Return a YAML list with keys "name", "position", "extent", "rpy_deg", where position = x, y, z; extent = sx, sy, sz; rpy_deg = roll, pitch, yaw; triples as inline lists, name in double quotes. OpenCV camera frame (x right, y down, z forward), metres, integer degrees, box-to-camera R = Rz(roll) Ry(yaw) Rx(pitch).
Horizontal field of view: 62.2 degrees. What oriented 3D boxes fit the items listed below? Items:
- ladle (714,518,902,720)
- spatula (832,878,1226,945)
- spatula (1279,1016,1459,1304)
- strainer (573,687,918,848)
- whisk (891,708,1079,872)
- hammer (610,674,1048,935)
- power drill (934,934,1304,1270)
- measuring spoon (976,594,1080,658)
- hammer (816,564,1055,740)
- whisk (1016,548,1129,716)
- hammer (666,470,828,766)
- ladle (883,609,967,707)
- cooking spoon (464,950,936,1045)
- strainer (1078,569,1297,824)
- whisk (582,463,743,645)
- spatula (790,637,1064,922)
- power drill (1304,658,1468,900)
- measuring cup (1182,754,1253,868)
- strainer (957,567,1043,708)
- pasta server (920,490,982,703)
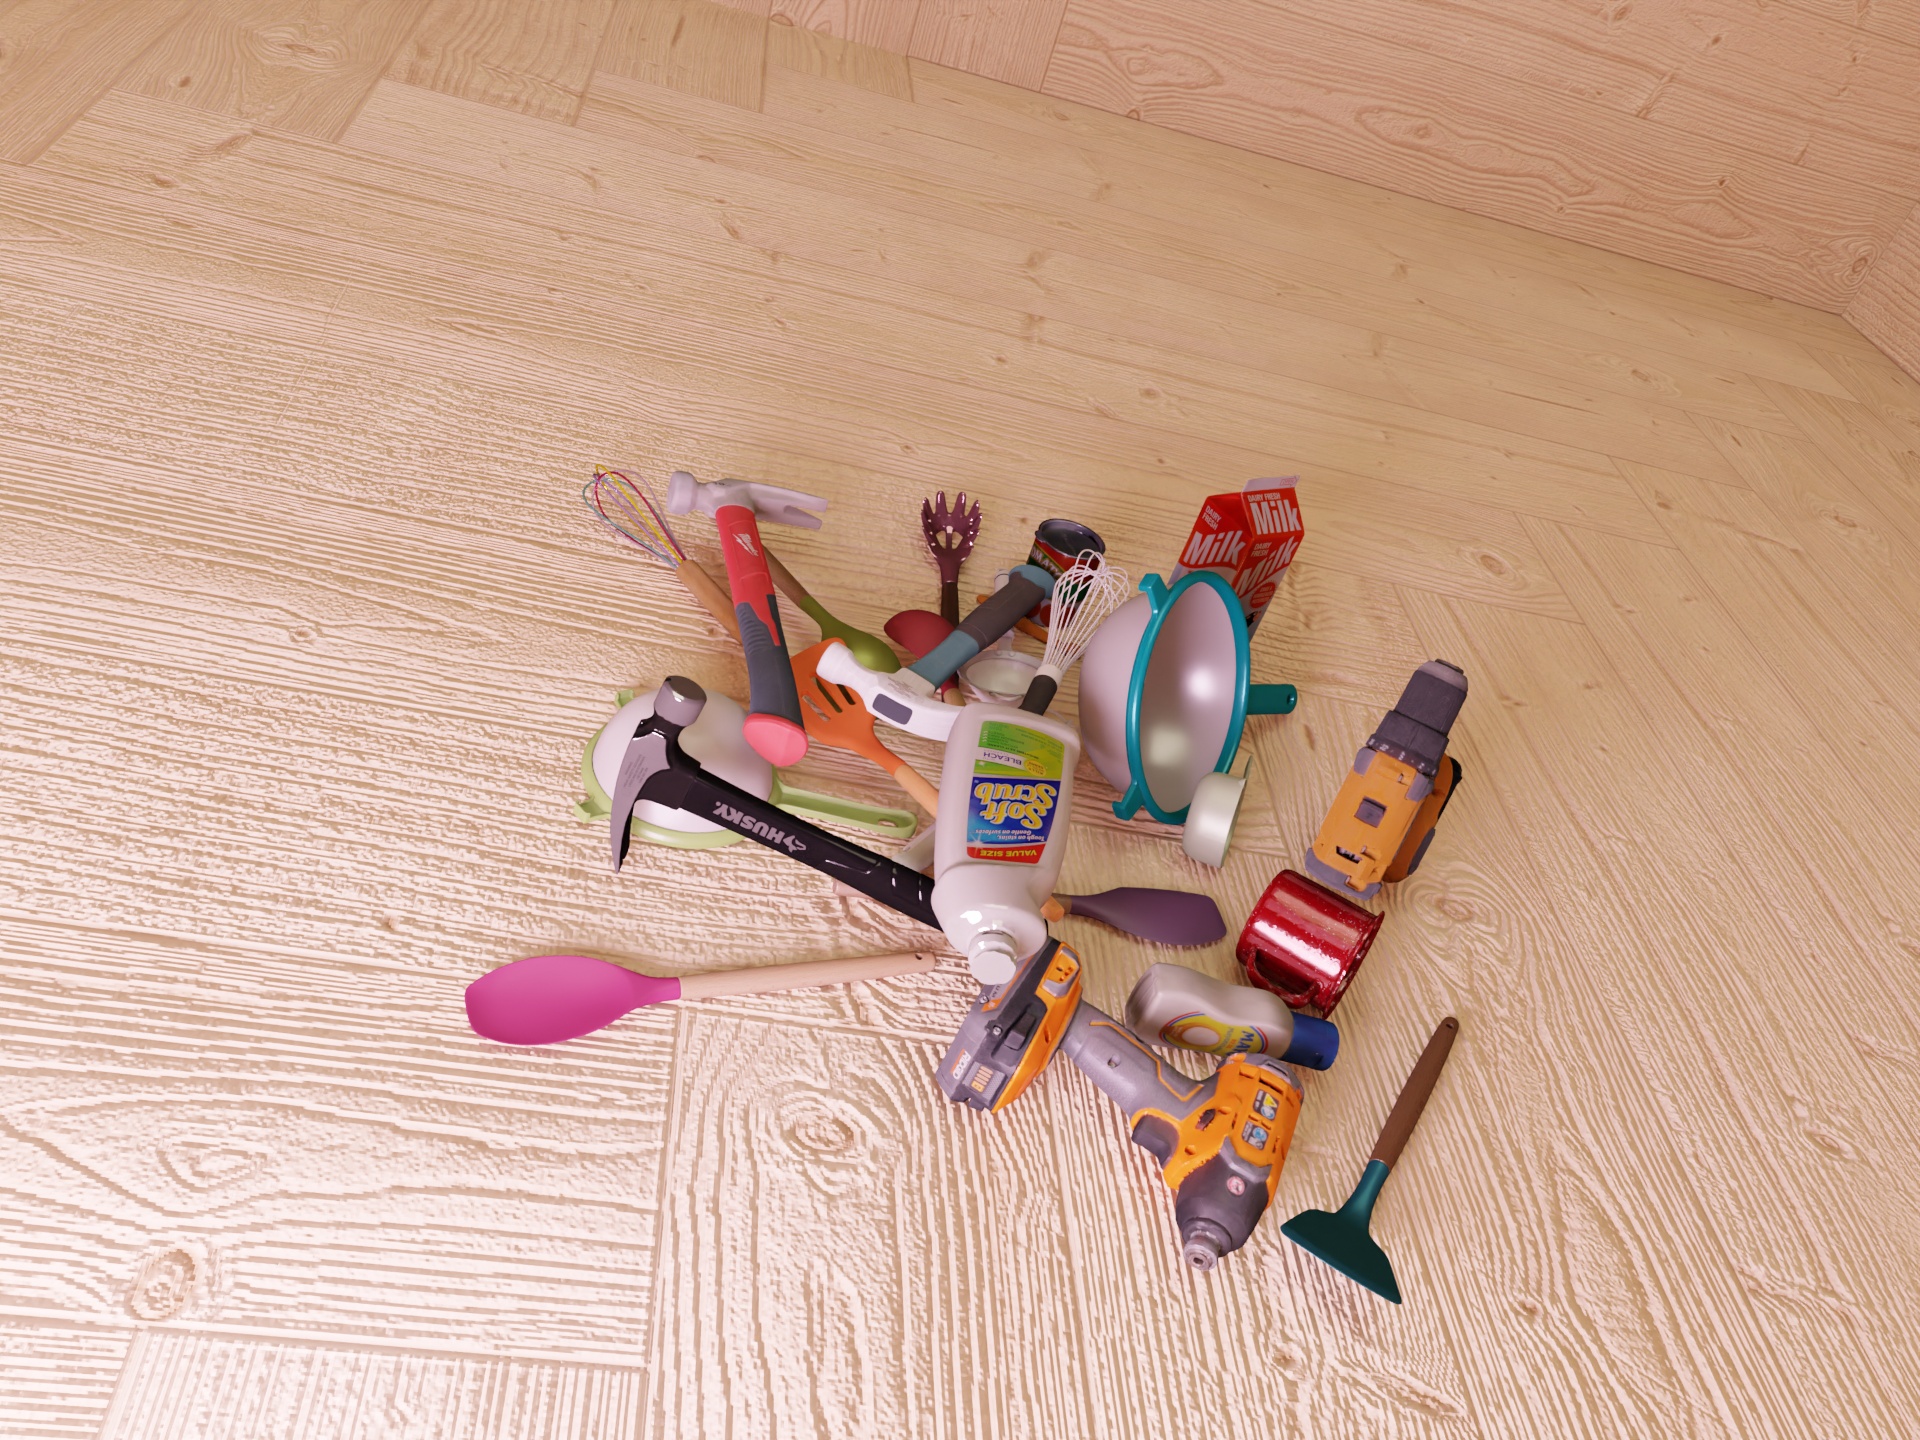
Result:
- name: "ladle"
  position: [-0.151, -0.106, 1.402]
  extent: [0.078, 0.062, 0.320]
  rpy_deg: [-10, 39, -34]
- name: "spatula"
  position: [0.058, 0.138, 1.195]
  extent: [0.315, 0.018, 0.060]
  rpy_deg: [7, 38, -18]
- name: "spatula"
  position: [0.302, 0.287, 1.097]
  extent: [0.082, 0.044, 0.317]
  rpy_deg: [29, 36, 18]
- name: "strainer"
  position: [-0.151, 0.033, 1.187]
  extent: [0.256, 0.069, 0.152]
  rpy_deg: [14, 37, -6]
- name: "whisk"
  position: [0.022, 0.058, 1.260]
  extent: [0.246, 0.058, 0.059]
  rpy_deg: [-38, 95, -45]
- name: "hammer"
  position: [-0.085, 0.102, 1.111]
  extent: [0.334, 0.146, 0.035]
  rpy_deg: [27, 24, -11]
- name: "power drill"
  position: [0.103, 0.246, 1.028]
  extent: [0.226, 0.084, 0.164]
  rpy_deg: [29, 37, 6]
- name: "measuring spoon"
  position: [0.065, -0.091, 1.497]
  extent: [0.117, 0.011, 0.021]
  rpy_deg: [32, 38, 15]
- name: "hammer"
  position: [0.007, -0.070, 1.333]
  extent: [0.128, 0.033, 0.331]
  rpy_deg: [33, 31, 8]
- name: "whisk"
  position: [0.084, -0.052, 1.340]
  extent: [0.070, 0.070, 0.285]
  rpy_deg: [24, 44, 5]
- name: "hammer"
  position: [-0.151, -0.091, 1.289]
  extent: [0.143, 0.038, 0.387]
  rpy_deg: [7, 34, -21]
- name: "ladle"
  position: [-0.002, -0.004, 1.287]
  extent: [0.069, 0.031, 0.316]
  rpy_deg: [3, 36, -21]
- name: "cooking spoon"
  position: [-0.161, 0.174, 1.046]
  extent: [0.318, 0.017, 0.069]
  rpy_deg: [-2, 42, -27]
- name: "strainer"
  position: [0.192, -0.024, 1.383]
  extent: [0.095, 0.211, 0.340]
  rpy_deg: [9, 6, 32]
- name: "whisk"
  position: [-0.256, -0.148, 1.396]
  extent: [0.051, 0.047, 0.245]
  rpy_deg: [-19, 55, -43]
- name: "spatula"
  position: [-0.032, 0.046, 1.202]
  extent: [0.081, 0.041, 0.323]
  rpy_deg: [-32, 51, -22]
- name: "power drill"
  position: [0.343, 0.046, 1.248]
  extent: [0.084, 0.185, 0.226]
  rpy_deg: [28, 6, 18]
- name: "measuring cup"
  position: [0.218, 0.062, 1.331]
  extent: [0.038, 0.083, 0.168]
  rpy_deg: [15, 26, 12]
- name: "strainer"
  position: [0.041, -0.071, 1.433]
  extent: [0.087, 0.050, 0.259]
  rpy_deg: [6, 35, -2]
- name: "pasta server"
  position: [-0.010, -0.114, 1.471]
  extent: [0.060, 0.040, 0.317]
  rpy_deg: [3, 39, -3]
